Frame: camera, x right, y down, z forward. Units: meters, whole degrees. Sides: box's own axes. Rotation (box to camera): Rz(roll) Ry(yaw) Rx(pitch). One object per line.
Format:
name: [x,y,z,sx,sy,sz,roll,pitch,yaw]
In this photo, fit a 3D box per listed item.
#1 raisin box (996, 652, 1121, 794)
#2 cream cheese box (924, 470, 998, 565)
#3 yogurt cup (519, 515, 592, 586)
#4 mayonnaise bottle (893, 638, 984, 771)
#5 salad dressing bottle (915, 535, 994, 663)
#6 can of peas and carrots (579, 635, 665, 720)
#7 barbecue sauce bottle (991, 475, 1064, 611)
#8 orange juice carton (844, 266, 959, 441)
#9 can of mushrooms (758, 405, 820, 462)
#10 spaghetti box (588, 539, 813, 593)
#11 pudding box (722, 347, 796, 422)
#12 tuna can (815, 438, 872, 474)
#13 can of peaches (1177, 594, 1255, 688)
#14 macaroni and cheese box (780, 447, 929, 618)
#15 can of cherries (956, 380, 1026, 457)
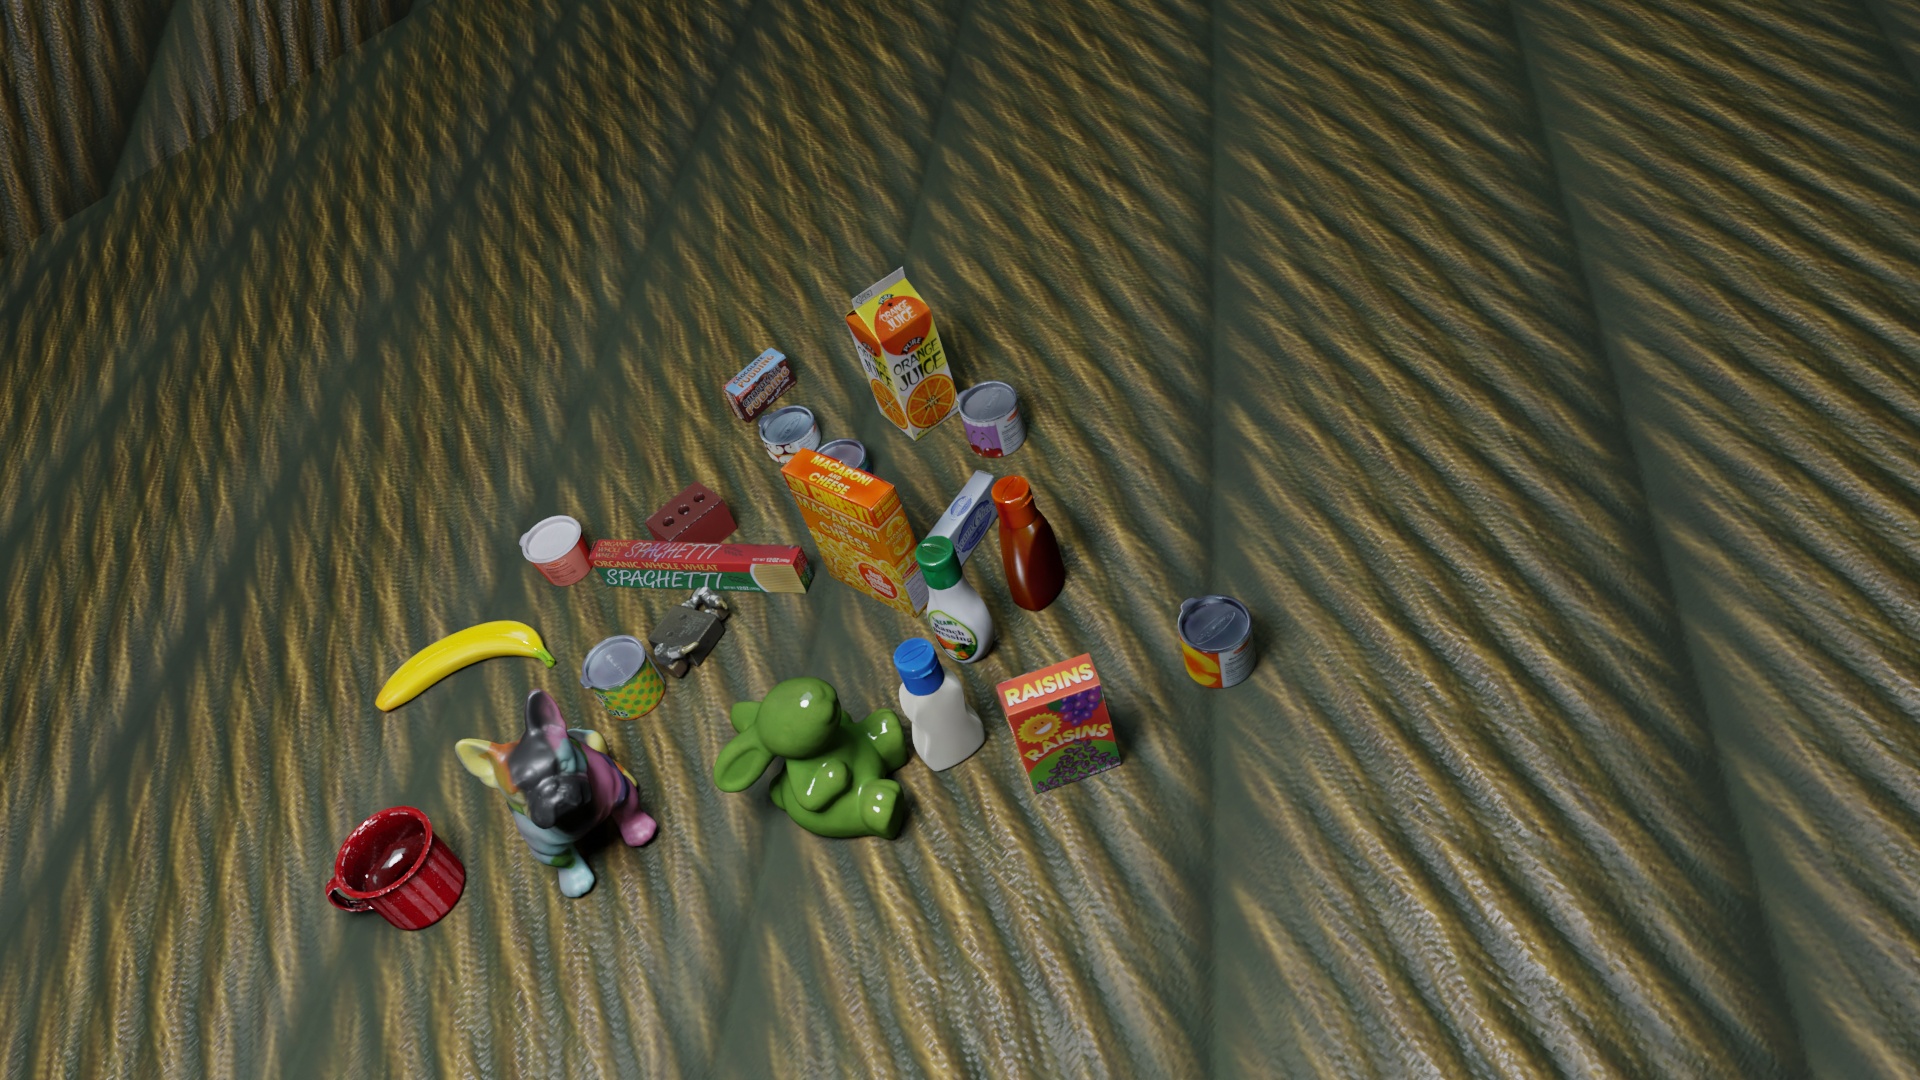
raisin box: [0.087,0.159,1.204,0.086,0.122,0.040,-19,46,0]
cream cheese box: [0.005,-0.018,1.443,0.024,0.053,0.104,17,56,30]
yogurt cup: [-0.447,0.014,1.554,0.072,0.053,0.073,-9,47,10]
mayonnaise bottle: [-0.023,0.144,1.235,0.065,0.147,0.041,-31,47,-11]
salad dressing bottle: [-0.008,0.056,1.313,0.064,0.147,0.044,16,55,29]
can of peas and carrots: [-0.341,0.140,1.401,0.071,0.058,0.071,-9,47,10]
barbecue sauce bottle: [0.064,0.000,1.341,0.044,0.147,0.065,17,56,30]
orange juice carton: [-0.067,-0.212,1.548,0.072,0.191,0.073,-36,48,-16]
can of mushrooms: [-0.200,-0.124,1.619,0.071,0.033,0.071,-9,47,10]
spaghetti box: [-0.281,0.028,1.492,0.250,0.050,0.029,1,49,19]
pudding box: [-0.243,-0.189,1.681,0.030,0.049,0.084,29,62,36]
tuna can: [-0.135,-0.079,1.557,0.071,0.032,0.071,-9,47,10]
can of peaches: [0.233,0.091,1.267,0.071,0.057,0.071,-9,47,10]
macaroni and cheese box: [-0.100,-0.008,1.388,0.124,0.165,0.040,23,59,33]
can of cherries: [0.034,-0.135,1.538,0.071,0.058,0.072,-9,47,10]
